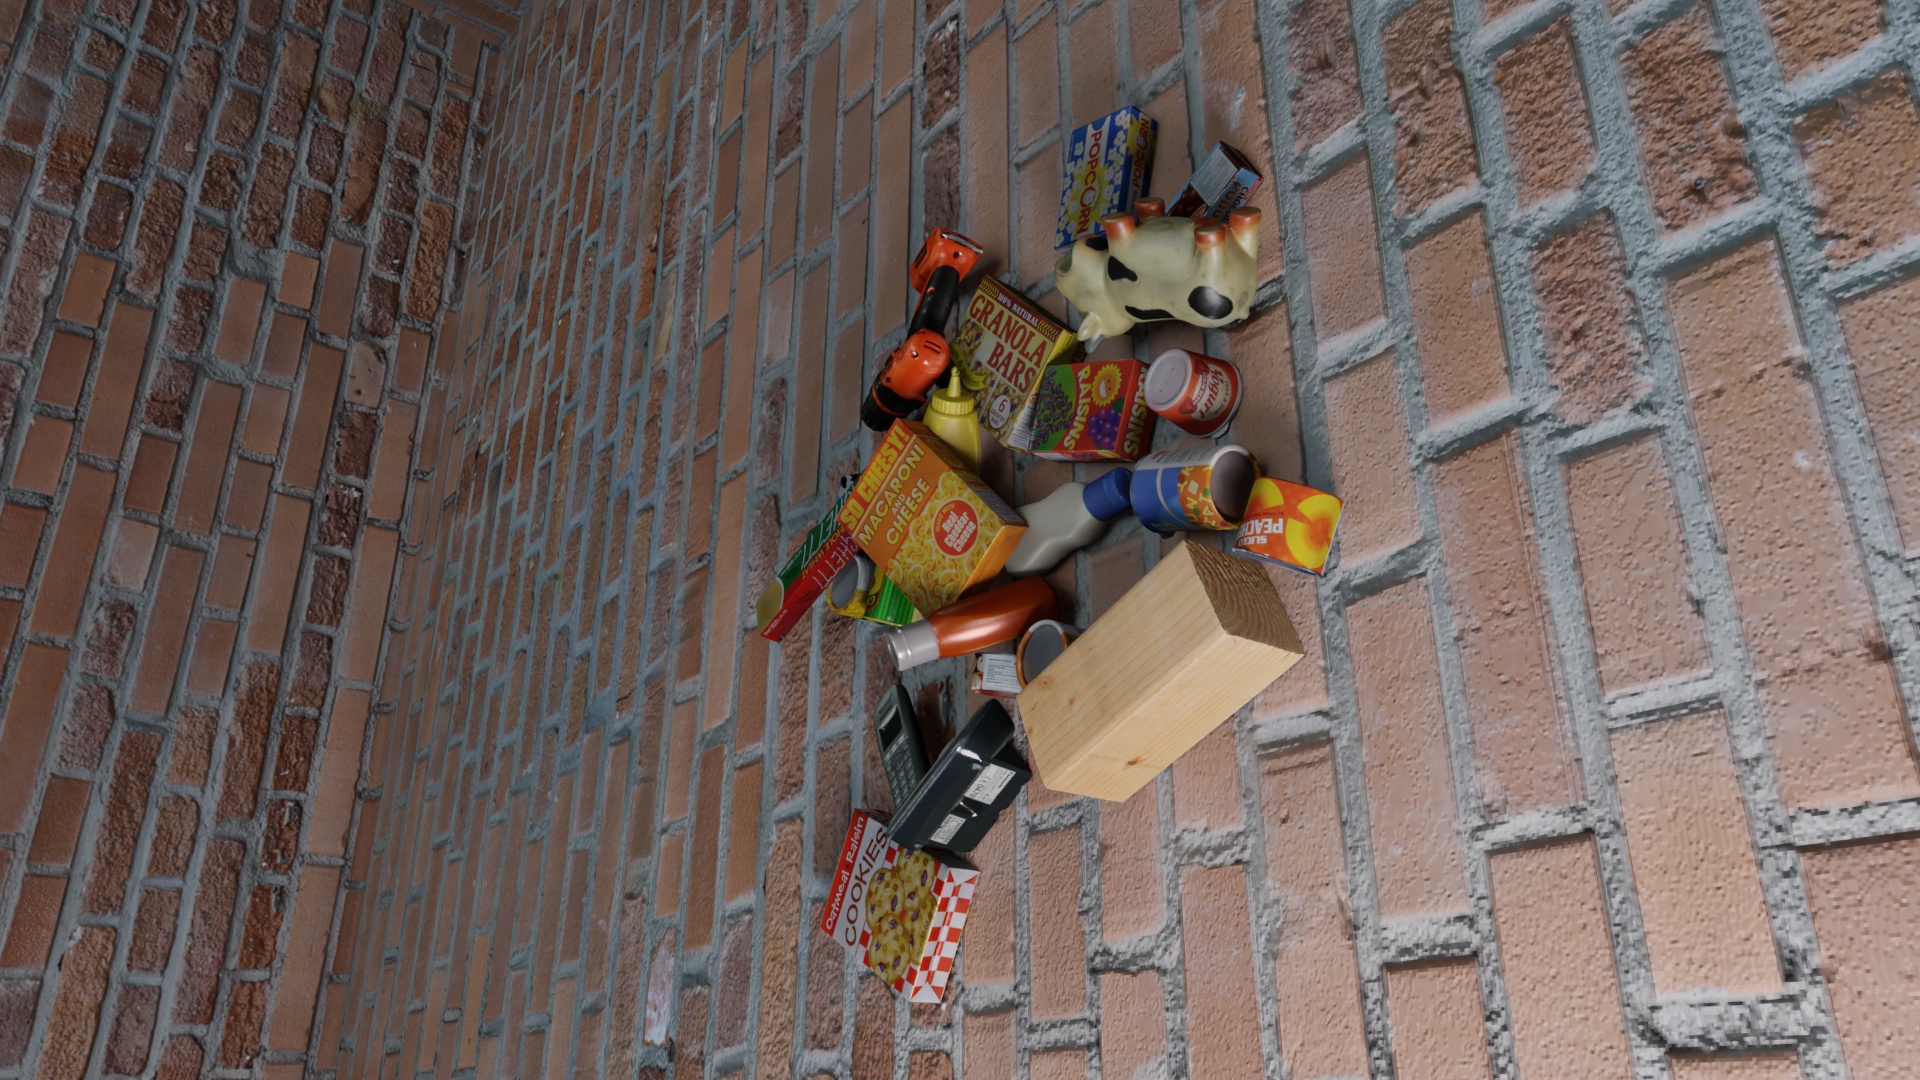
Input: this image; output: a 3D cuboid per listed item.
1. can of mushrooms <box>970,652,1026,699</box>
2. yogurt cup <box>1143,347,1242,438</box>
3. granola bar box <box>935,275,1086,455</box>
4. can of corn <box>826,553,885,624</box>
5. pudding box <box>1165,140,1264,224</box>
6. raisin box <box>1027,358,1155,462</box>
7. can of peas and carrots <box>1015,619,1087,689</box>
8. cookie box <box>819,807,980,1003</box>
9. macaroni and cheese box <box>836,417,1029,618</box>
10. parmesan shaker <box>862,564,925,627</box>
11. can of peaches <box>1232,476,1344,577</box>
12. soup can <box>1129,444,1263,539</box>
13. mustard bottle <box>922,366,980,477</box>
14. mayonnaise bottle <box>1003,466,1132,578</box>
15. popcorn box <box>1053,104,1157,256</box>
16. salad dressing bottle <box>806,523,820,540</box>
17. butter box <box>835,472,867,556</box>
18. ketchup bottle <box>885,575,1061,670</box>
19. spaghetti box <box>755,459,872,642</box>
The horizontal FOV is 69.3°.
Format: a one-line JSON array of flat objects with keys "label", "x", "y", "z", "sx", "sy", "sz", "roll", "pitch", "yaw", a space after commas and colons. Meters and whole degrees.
[{"label": "can of mushrooms", "x": 0.043, "y": 0.120, "z": 1.218, "sx": 0.071, "sy": 0.071, "sz": 0.033, "roll": -8, "pitch": 71, "yaw": 52}, {"label": "yogurt cup", "x": 0.187, "y": -0.123, "z": 1.134, "sx": 0.072, "sy": 0.054, "sz": 0.072, "roll": -27, "pitch": 54, "yaw": 46}, {"label": "granola bar box", "x": 0.046, "y": -0.175, "z": 1.361, "sx": 0.124, "sy": 0.039, "sz": 0.166, "roll": -62, "pitch": 36, "yaw": 15}, {"label": "can of corn", "x": -0.100, "y": 0.051, "z": 1.447, "sx": 0.071, "sy": 0.058, "sz": 0.071, "roll": -26, "pitch": 55, "yaw": 46}, {"label": "pudding box", "x": 0.214, "y": -0.293, "z": 1.189, "sx": 0.083, "sy": 0.030, "sz": 0.050, "roll": -52, "pitch": 41, "yaw": 27}, {"label": "raisin box", "x": 0.119, "y": -0.113, "z": 1.235, "sx": 0.123, "sy": 0.040, "sz": 0.086, "roll": 4, "pitch": 79, "yaw": 56}, {"label": "can of peas and carrots", "x": 0.088, "y": 0.106, "z": 1.166, "sx": 0.070, "sy": 0.059, "sz": 0.071, "roll": -27, "pitch": 55, "yaw": 47}, {"label": "cookie box", "x": -0.059, "y": 0.334, "z": 1.288, "sx": 0.167, "sy": 0.040, "sz": 0.123, "roll": 16, "pitch": 89, "yaw": 54}, {"label": "macaroni and cheese box", "x": -0.029, "y": -0.016, "z": 1.281, "sx": 0.167, "sy": 0.040, "sz": 0.123, "roll": 46, "pitch": 113, "yaw": 32}, {"label": "parmesan shaker", "x": -0.053, "y": 0.035, "z": 1.386, "sx": 0.071, "sy": 0.071, "sz": 0.103, "roll": 5, "pitch": 80, "yaw": 55}, {"label": "can of peaches", "x": 0.236, "y": -0.011, "z": 1.004, "sx": 0.071, "sy": 0.071, "sz": 0.058, "roll": 17, "pitch": 89, "yaw": 55}, {"label": "soup can", "x": 0.186, "y": -0.037, "z": 1.090, "sx": 0.083, "sy": 0.071, "sz": 0.071, "roll": -3, "pitch": 74, "yaw": 53}, {"label": "mustard bottle", "x": -0.010, "y": -0.095, "z": 1.342, "sx": 0.049, "sy": 0.065, "sz": 0.159, "roll": -120, "pitch": 32, "yaw": -57}, {"label": "mayonnaise bottle", "x": 0.096, "y": -0.019, "z": 1.226, "sx": 0.147, "sy": 0.041, "sz": 0.065, "roll": -31, "pitch": 54, "yaw": 42}, {"label": "popcorn box", "x": 0.136, "y": -0.333, "z": 1.306, "sx": 0.085, "sy": 0.038, "sz": 0.127, "roll": -6, "pitch": 71, "yaw": 54}, {"label": "salad dressing bottle", "x": -0.099, "y": -0.024, "z": 1.467, "sx": 0.147, "sy": 0.044, "sz": 0.064, "roll": -26, "pitch": 62, "yaw": 32}, {"label": "butter box", "x": -0.118, "y": -0.023, "z": 1.533, "sx": 0.053, "sy": 0.024, "sz": 0.103, "roll": -2, "pitch": 74, "yaw": 52}, {"label": "ketchup bottle", "x": 0.010, "y": 0.073, "z": 1.213, "sx": 0.065, "sy": 0.149, "sz": 0.043, "roll": -142, "pitch": 37, "yaw": -67}, {"label": "spaghetti box", "x": -0.136, "y": 0.009, "z": 1.437, "sx": 0.249, "sy": 0.028, "sz": 0.050, "roll": -48, "pitch": 38, "yaw": 29}]
